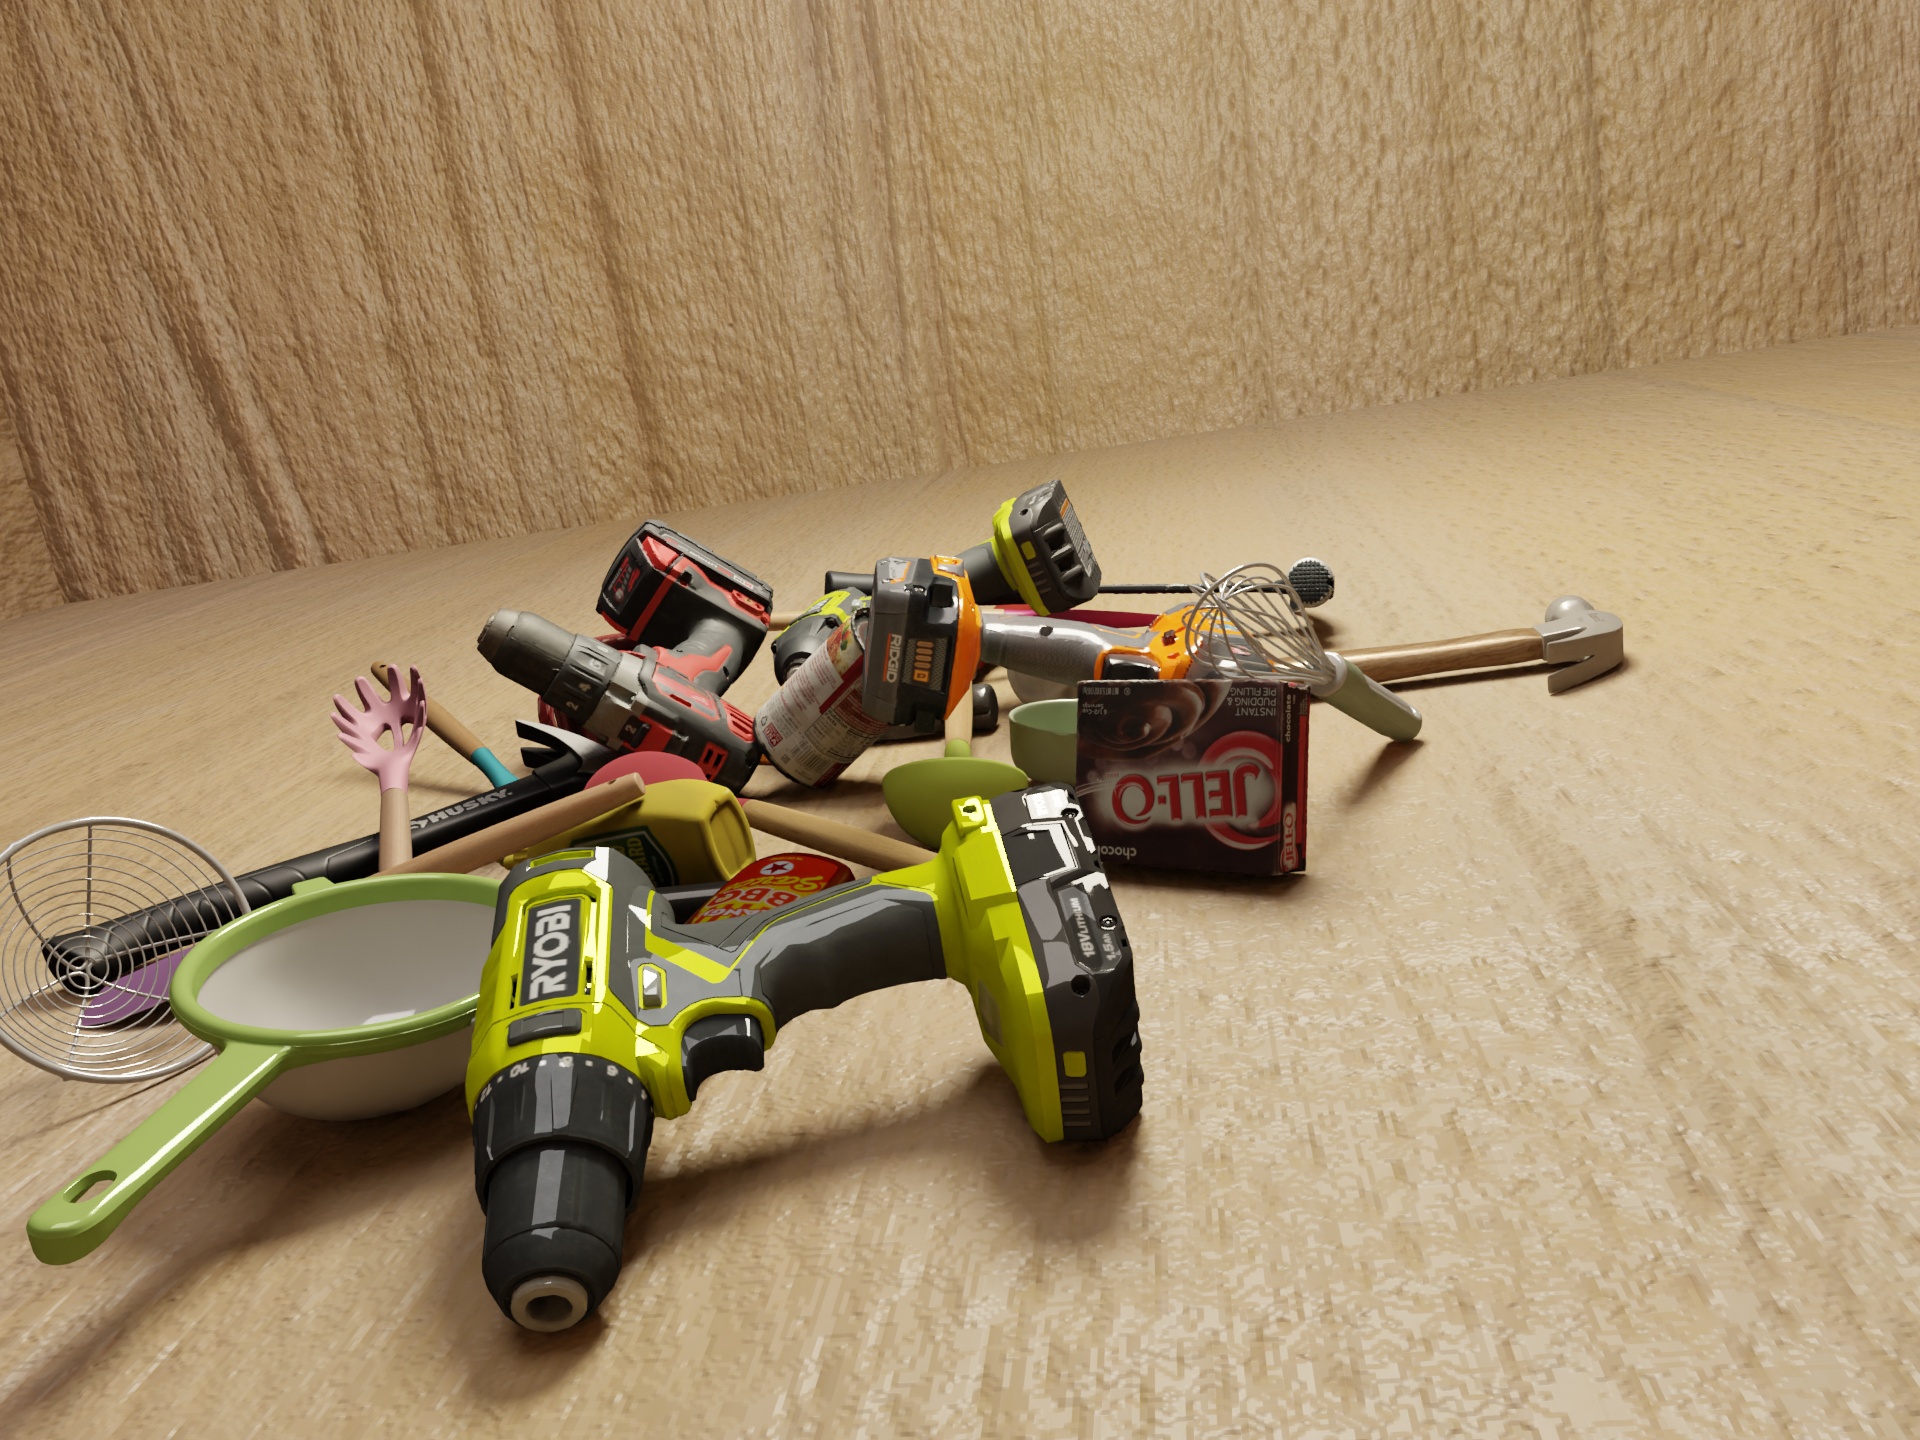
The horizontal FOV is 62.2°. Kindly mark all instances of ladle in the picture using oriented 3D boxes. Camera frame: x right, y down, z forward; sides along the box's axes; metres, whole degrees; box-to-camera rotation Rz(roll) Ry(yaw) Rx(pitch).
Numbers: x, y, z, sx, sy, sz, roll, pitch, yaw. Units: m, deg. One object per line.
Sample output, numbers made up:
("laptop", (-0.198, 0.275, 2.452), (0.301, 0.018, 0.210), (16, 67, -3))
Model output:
("ladle", (-0.096, 0.057, 0.856), (0.316, 0.031, 0.069), (12, 33, 37))
("ladle", (-0.002, -0.003, 0.964), (0.078, 0.062, 0.320), (-1, 20, 1))

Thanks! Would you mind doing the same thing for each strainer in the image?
("strainer", (-0.251, 0.140, 0.610), (0.151, 0.069, 0.256), (3, 20, 12))

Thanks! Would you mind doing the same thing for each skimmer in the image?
("skimmer", (-0.260, 0.093, 0.747), (0.363, 0.127, 0.090), (-5, -25, -6))

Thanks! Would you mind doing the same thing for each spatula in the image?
("spatula", (-0.361, 0.006, 1.159), (0.082, 0.044, 0.318), (-24, 37, -34))
("spatula", (-0.308, 0.092, 0.816), (0.316, 0.018, 0.060), (-22, 22, 2))

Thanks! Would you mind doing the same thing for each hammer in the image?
("hammer", (0.086, -0.105, 1.258), (0.409, 0.036, 0.149), (1, 2, 13))
("hammer", (-0.359, 0.080, 0.944), (0.334, 0.035, 0.146), (-21, 31, -31))
("hammer", (-0.003, -0.051, 1.253), (0.149, 0.036, 0.359), (-5, 16, 18))
("hammer", (0.255, -0.033, 1.027), (0.331, 0.031, 0.130), (-8, 14, 8))

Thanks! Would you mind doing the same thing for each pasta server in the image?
("pasta server", (-0.330, 0.052, 0.917), (0.060, 0.040, 0.317), (-22, 31, -8))

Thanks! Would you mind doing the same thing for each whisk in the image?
("whisk", (0.186, -0.027, 0.824), (0.246, 0.059, 0.058), (22, 21, -50))

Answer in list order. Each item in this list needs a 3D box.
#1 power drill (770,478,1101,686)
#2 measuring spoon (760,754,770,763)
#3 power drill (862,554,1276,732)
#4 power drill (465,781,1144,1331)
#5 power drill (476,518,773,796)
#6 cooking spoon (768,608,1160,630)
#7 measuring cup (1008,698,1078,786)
("power drill", (-0.021, -0.081, 1.099), (0.223, 0.080, 0.171), (-23, 11, 13))
("measuring spoon", (-0.128, 0.022, 1.098), (0.117, 0.011, 0.021), (3, 19, 41))
("power drill", (0.062, -0.032, 0.876), (0.226, 0.084, 0.164), (7, 15, -5))
("power drill", (-0.057, 0.107, 0.553), (0.228, 0.080, 0.191), (-10, 34, -4))
("power drill", (-0.215, -0.052, 1.067), (0.187, 0.080, 0.227), (29, 24, -17))
("cooking spoon", (0.008, -0.077, 1.221), (0.319, 0.017, 0.069), (0, 3, -1))
("measuring cup", (0.110, 0.018, 0.927), (0.167, 0.038, 0.083), (6, 16, 12))
